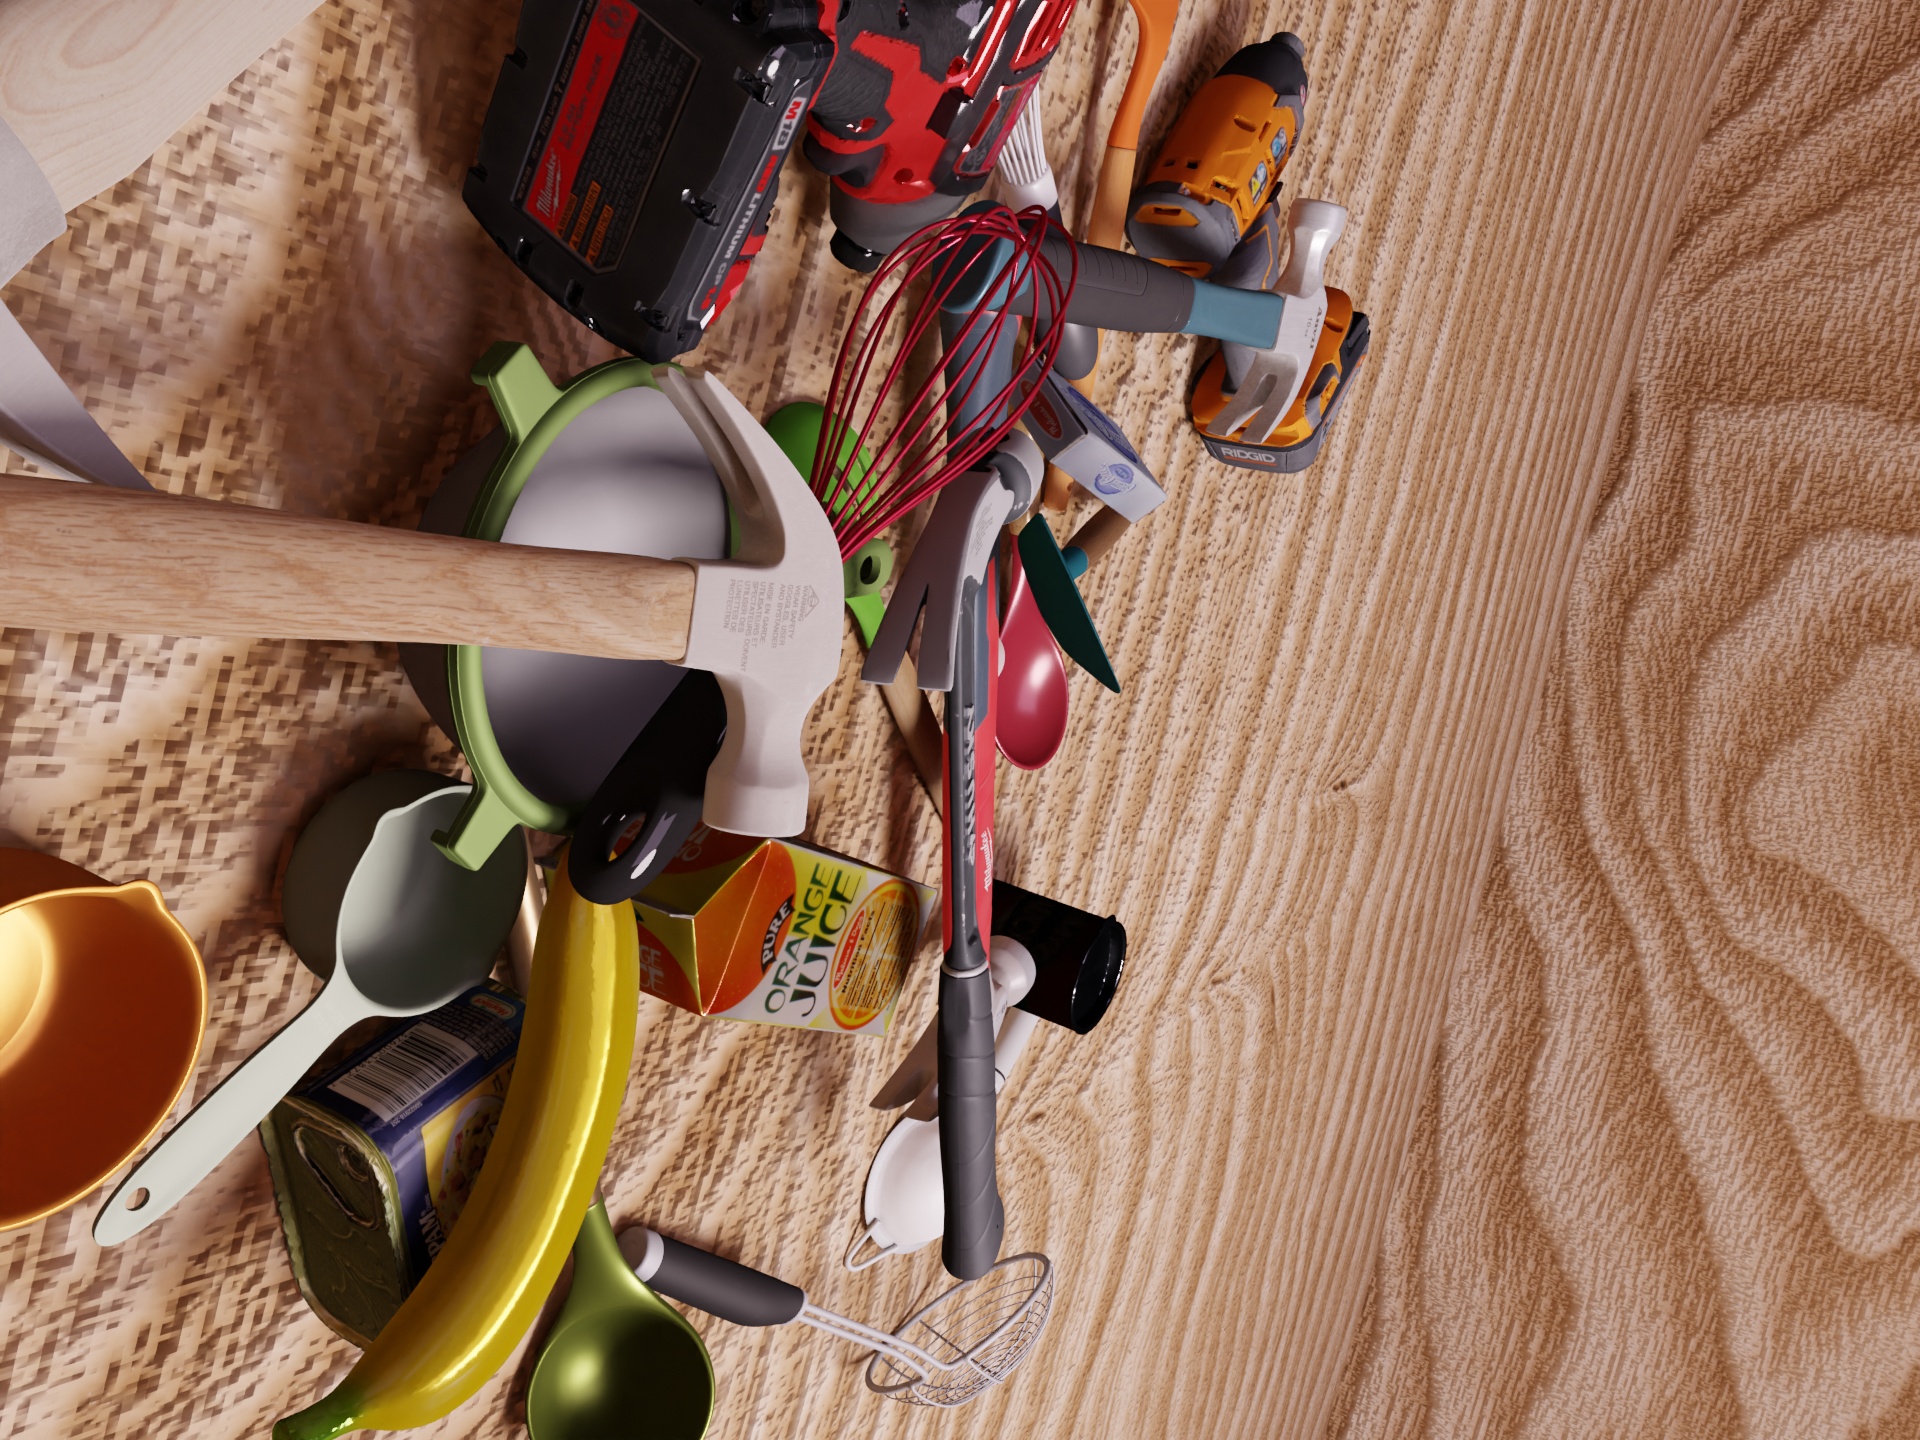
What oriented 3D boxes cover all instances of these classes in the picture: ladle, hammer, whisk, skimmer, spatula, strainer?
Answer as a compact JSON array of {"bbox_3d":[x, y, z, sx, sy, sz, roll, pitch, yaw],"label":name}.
[{"bbox_3d":[0.032,-0.120,0.807,0.069,0.031,0.315,-29,128,-44],"label":"ladle"},{"bbox_3d":[-0.165,-0.037,0.373,0.331,0.031,0.130,3,98,-41],"label":"hammer"},{"bbox_3d":[0.094,-0.197,0.741,0.331,0.033,0.128,-12,116,-54],"label":"hammer"},{"bbox_3d":[0.021,-0.252,0.669,0.070,0.070,0.284,-59,149,-25],"label":"whisk"},{"bbox_3d":[-0.063,0.294,0.839,0.127,0.090,0.362,-32,139,13],"label":"skimmer"},{"bbox_3d":[0.068,-0.264,0.798,0.081,0.041,0.322,-25,131,-54],"label":"spatula"},{"bbox_3d":[0.014,0.221,0.954,0.258,0.050,0.086,-56,134,-35],"label":"strainer"},{"bbox_3d":[-0.149,0.172,0.612,0.078,0.062,0.320,-9,118,-11],"label":"ladle"},{"bbox_3d":[-0.001,-0.002,0.743,0.143,0.038,0.386,-43,138,-58],"label":"hammer"},{"bbox_3d":[0.002,0.093,0.673,0.149,0.036,0.408,-66,159,-55],"label":"hammer"},{"bbox_3d":[-0.042,-0.065,0.532,0.296,0.073,0.073,-59,149,-21],"label":"whisk"},{"bbox_3d":[-0.107,-0.052,0.554,0.256,0.069,0.151,-20,122,-64],"label":"strainer"},{"bbox_3d":[0.072,-0.088,0.798,0.082,0.044,0.317,64,22,-10],"label":"spatula"},{"bbox_3d":[-0.132,-0.239,0.431,0.411,0.038,0.146,-57,150,-28],"label":"hammer"}]

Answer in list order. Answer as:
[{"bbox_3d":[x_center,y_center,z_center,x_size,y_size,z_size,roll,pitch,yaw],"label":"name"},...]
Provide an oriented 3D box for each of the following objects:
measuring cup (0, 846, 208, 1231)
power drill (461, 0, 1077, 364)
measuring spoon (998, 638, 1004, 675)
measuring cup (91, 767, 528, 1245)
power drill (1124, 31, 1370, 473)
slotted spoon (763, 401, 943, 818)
[{"bbox_3d":[-0.256,0.057,0.357,0.095,0.052,0.173,-65,149,-15],"label":"measuring cup"},{"bbox_3d":[-0.047,-0.196,0.516,0.220,0.078,0.143,-40,168,-52],"label":"power drill"},{"bbox_3d":[0.009,-0.071,0.788,0.034,0.018,0.124,-9,114,-21],"label":"measuring spoon"},{"bbox_3d":[-0.202,0.082,0.483,0.168,0.038,0.083,-51,145,-32],"label":"measuring cup"},{"bbox_3d":[0.177,-0.273,0.929,0.164,0.084,0.226,-61,146,-21],"label":"power drill"},{"bbox_3d":[-0.029,-0.024,0.749,0.070,0.031,0.313,-62,152,-28],"label":"slotted spoon"}]
